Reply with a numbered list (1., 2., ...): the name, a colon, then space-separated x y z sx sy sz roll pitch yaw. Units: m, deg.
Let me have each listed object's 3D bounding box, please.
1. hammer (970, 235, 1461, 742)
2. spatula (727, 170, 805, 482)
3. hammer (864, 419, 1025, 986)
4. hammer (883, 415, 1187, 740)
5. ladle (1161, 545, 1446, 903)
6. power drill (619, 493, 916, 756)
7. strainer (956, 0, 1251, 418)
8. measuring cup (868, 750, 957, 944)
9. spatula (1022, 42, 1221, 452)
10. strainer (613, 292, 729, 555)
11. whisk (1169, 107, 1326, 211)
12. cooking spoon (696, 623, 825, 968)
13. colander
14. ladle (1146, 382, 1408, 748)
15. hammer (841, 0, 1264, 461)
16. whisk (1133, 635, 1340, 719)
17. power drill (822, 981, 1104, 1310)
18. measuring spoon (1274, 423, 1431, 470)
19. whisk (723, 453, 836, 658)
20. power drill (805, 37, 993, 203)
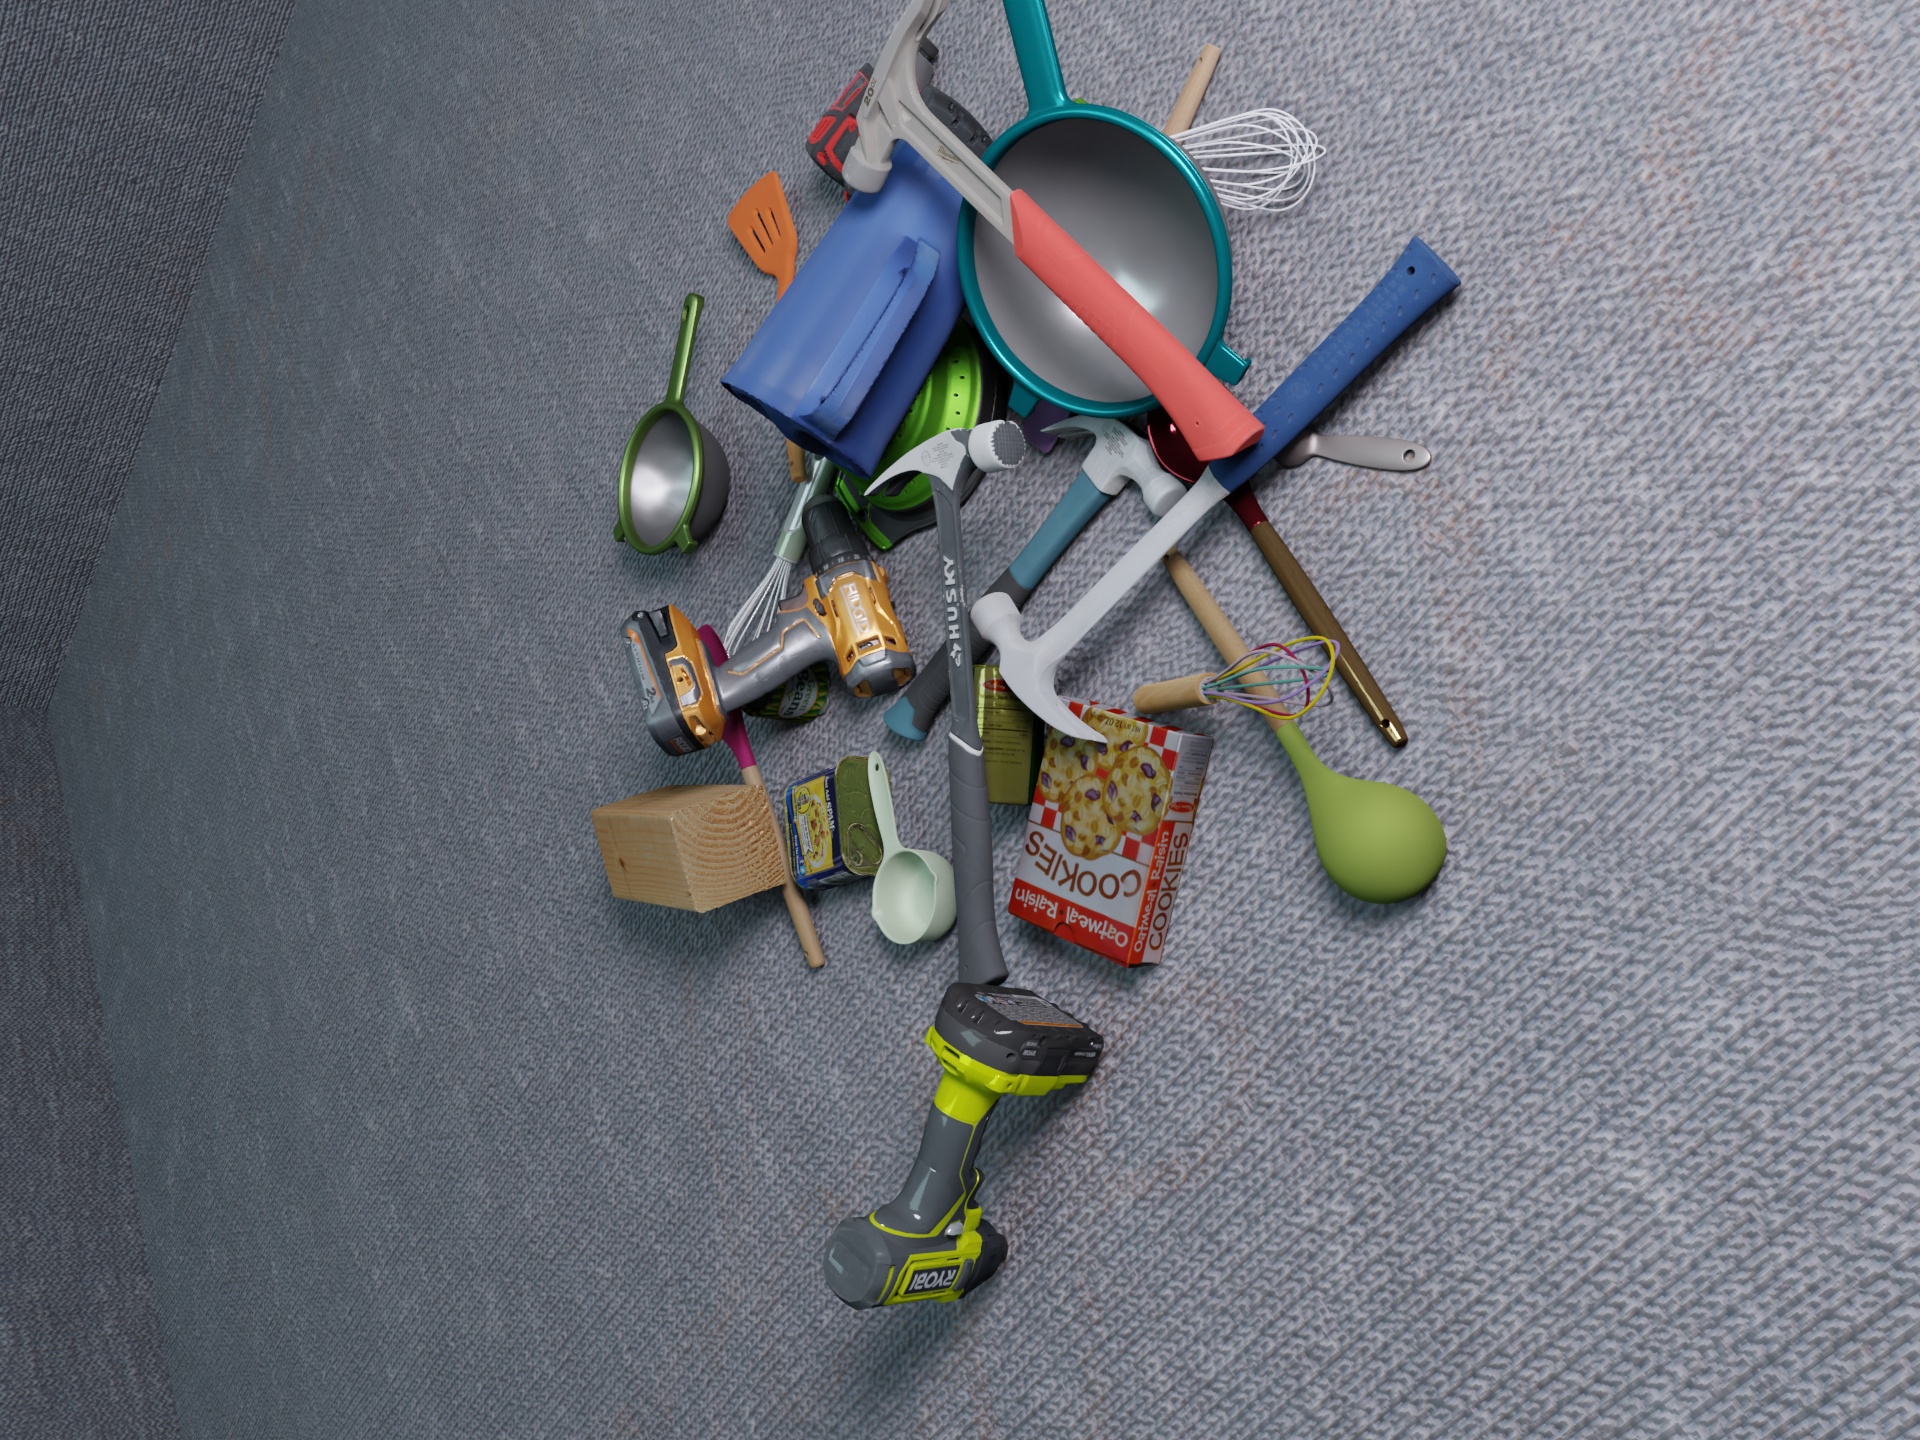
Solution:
1. hammer: 0.170 -0.150 1.064 0.405 0.035 0.144 -45 58 26
2. spatula: -0.170 -0.362 1.479 0.081 0.041 0.323 -30 57 40
3. hammer: -0.002 -0.004 1.158 0.149 0.036 0.409 -3 92 49
4. hammer: 0.040 -0.101 1.239 0.331 0.033 0.128 -50 53 30
5. ladle: 0.211 -0.011 1.048 0.078 0.062 0.321 -58 41 33
6. power drill: -0.168 -0.084 1.351 0.226 0.084 0.185 -20 70 0
7. strainer: 0.090 -0.382 1.083 0.211 0.095 0.340 -1 116 38
8. measuring cup: -0.043 0.102 1.298 0.083 0.038 0.168 -35 58 38
9. spatula: 0.119 -0.353 1.201 0.060 0.018 0.315 48 119 47
10. strainer: -0.262 -0.284 1.558 0.152 0.069 0.256 14 94 49
11. whisk: 0.132 -0.402 1.143 0.285 0.070 0.070 16 96 40
12. cooking spoon: -0.178 0.066 1.403 0.069 0.017 0.319 -29 79 51
13. colander: -0.022 -0.328 1.290 0.397 0.094 0.205 -57 49 25
14. ladle: 0.213 -0.110 1.062 0.069 0.031 0.316 -41 58 26
15. hammer: 0.067 -0.309 1.041 0.359 0.037 0.149 47 135 12
16. whisk: 0.169 -0.019 1.026 0.245 0.051 0.047 169 92 -70
17. power drill: 0.009 0.306 1.131 0.080 0.171 0.223 27 97 39
18. measuring spoon: 0.250 -0.179 1.037 0.124 0.018 0.034 19 98 46
19. whisk: -0.163 -0.142 1.451 0.058 0.059 0.246 29 101 35
20. power drill: -0.052 -0.491 1.328 0.143 0.078 0.220 -45 36 15
